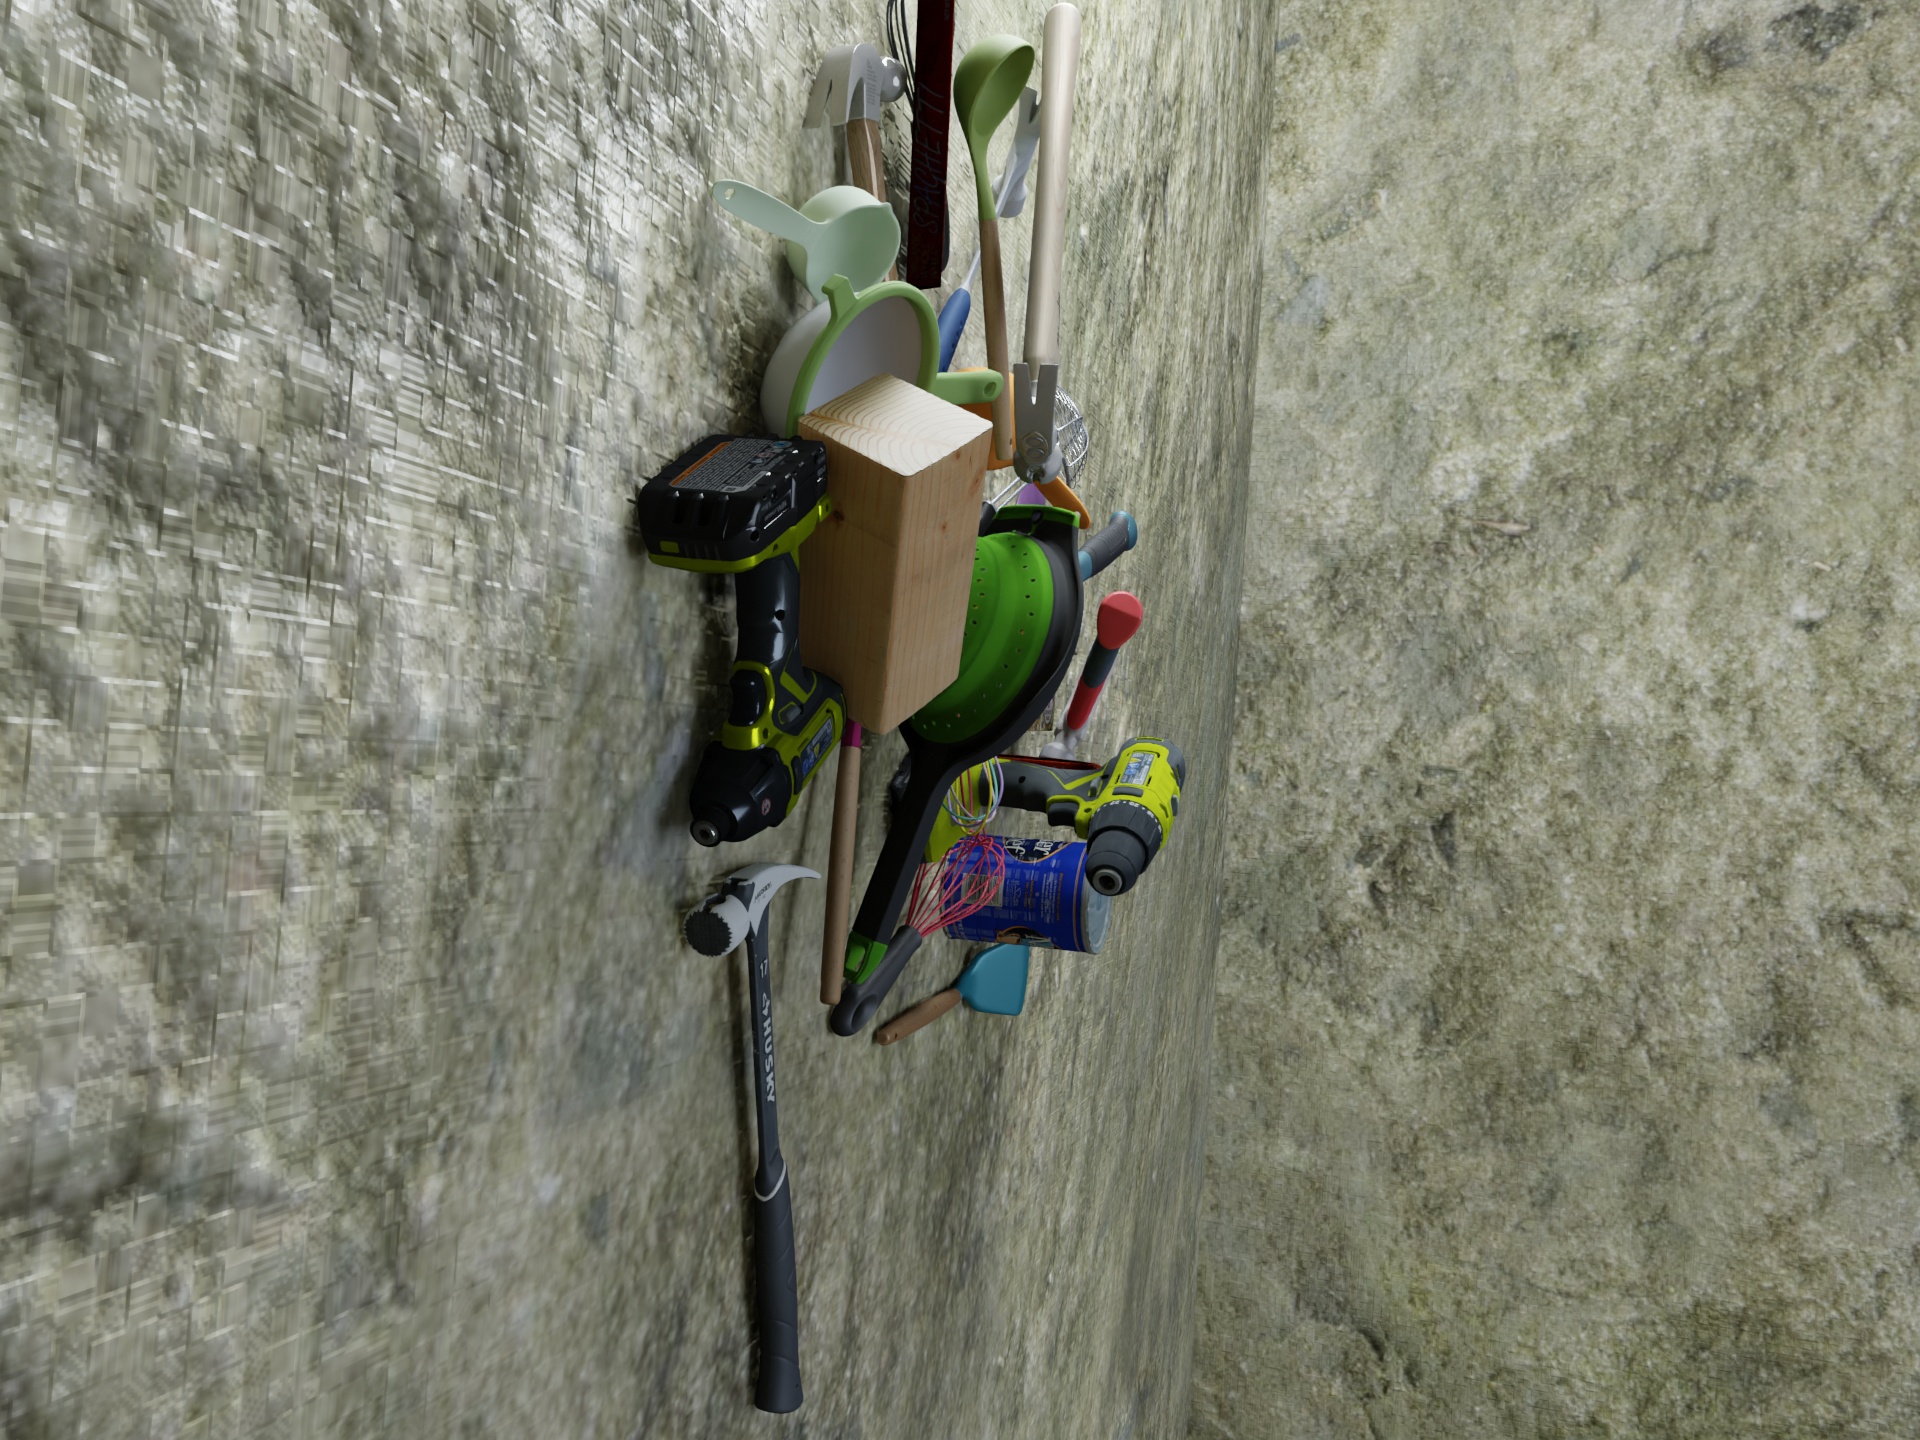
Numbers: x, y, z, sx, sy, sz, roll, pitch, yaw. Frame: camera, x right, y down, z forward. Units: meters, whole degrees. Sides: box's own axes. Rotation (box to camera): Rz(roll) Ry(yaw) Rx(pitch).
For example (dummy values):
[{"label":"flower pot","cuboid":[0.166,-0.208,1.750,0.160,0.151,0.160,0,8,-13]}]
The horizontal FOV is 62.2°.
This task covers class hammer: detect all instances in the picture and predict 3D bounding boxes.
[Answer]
[{"label":"hammer","cuboid":[0.118,-0.149,1.491,0.331,0.033,0.128,-42,132,-65]},{"label":"hammer","cuboid":[-0.129,0.290,1.080,0.149,0.036,0.408,-41,133,-67]},{"label":"hammer","cuboid":[0.132,-0.058,1.490,0.386,0.038,0.143,99,16,-75]},{"label":"hammer","cuboid":[-0.057,-0.313,1.149,0.130,0.031,0.331,-35,121,-66]},{"label":"hammer","cuboid":[0.070,-0.399,1.245,0.146,0.038,0.411,82,12,-69]},{"label":"hammer","cuboid":[0.004,-0.360,1.317,0.144,0.035,0.406,114,-4,-58]}]

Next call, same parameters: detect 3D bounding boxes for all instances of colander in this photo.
[{"label":"colander","cuboid":[-0.038,0.002,1.210,0.094,0.205,0.397,24,84,-36]}]

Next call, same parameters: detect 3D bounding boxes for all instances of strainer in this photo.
[{"label":"strainer","cuboid":[-0.057,-0.234,1.085,0.256,0.069,0.151,-22,136,-57]}]

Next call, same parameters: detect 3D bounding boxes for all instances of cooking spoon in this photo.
[{"label":"cooking spoon","cuboid":[-0.082,0.045,1.150,0.068,0.017,0.319,123,-28,-69]}]

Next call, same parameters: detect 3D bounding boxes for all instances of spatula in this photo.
[{"label":"spatula","cuboid":[-0.004,0.257,1.451,0.317,0.044,0.082,-6,102,-71]},{"label":"spatula","cuboid":[0.044,-0.191,1.557,0.316,0.018,0.059,-49,134,-64]}]

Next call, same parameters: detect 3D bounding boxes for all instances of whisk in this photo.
[{"label":"whisk","cuboid":[-0.004,-0.003,1.307,0.047,0.051,0.245,89,-7,-46]},{"label":"whisk","cuboid":[-0.034,0.171,1.326,0.296,0.073,0.073,-48,138,-54]},{"label":"whisk","cuboid":[-0.025,-0.467,1.246,0.055,0.055,0.238,-63,154,-52]}]

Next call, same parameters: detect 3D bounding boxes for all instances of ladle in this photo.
[{"label":"ladle","cuboid":[0.035,-0.366,1.248,0.078,0.062,0.320,-33,121,-63]}]

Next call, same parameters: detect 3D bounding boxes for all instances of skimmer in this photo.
[{"label":"skimmer","cuboid":[0.029,-0.216,1.485,0.363,0.090,0.127,-49,128,-47]}]

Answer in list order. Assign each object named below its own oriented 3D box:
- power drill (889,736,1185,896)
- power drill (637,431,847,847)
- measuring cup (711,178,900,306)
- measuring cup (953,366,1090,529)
[{"label":"power drill","cuboid":[0.062,0.075,1.316,0.191,0.228,0.080,-57,146,-57]},{"label":"power drill","cuboid":[-0.127,-0.046,0.958,0.171,0.080,0.223,-58,150,-57]},{"label":"measuring cup","cuboid":[-0.107,-0.322,1.024,0.167,0.038,0.083,8,126,-54]},{"label":"measuring cup","cuboid":[0.042,-0.223,1.331,0.095,0.174,0.052,-46,169,23]}]
